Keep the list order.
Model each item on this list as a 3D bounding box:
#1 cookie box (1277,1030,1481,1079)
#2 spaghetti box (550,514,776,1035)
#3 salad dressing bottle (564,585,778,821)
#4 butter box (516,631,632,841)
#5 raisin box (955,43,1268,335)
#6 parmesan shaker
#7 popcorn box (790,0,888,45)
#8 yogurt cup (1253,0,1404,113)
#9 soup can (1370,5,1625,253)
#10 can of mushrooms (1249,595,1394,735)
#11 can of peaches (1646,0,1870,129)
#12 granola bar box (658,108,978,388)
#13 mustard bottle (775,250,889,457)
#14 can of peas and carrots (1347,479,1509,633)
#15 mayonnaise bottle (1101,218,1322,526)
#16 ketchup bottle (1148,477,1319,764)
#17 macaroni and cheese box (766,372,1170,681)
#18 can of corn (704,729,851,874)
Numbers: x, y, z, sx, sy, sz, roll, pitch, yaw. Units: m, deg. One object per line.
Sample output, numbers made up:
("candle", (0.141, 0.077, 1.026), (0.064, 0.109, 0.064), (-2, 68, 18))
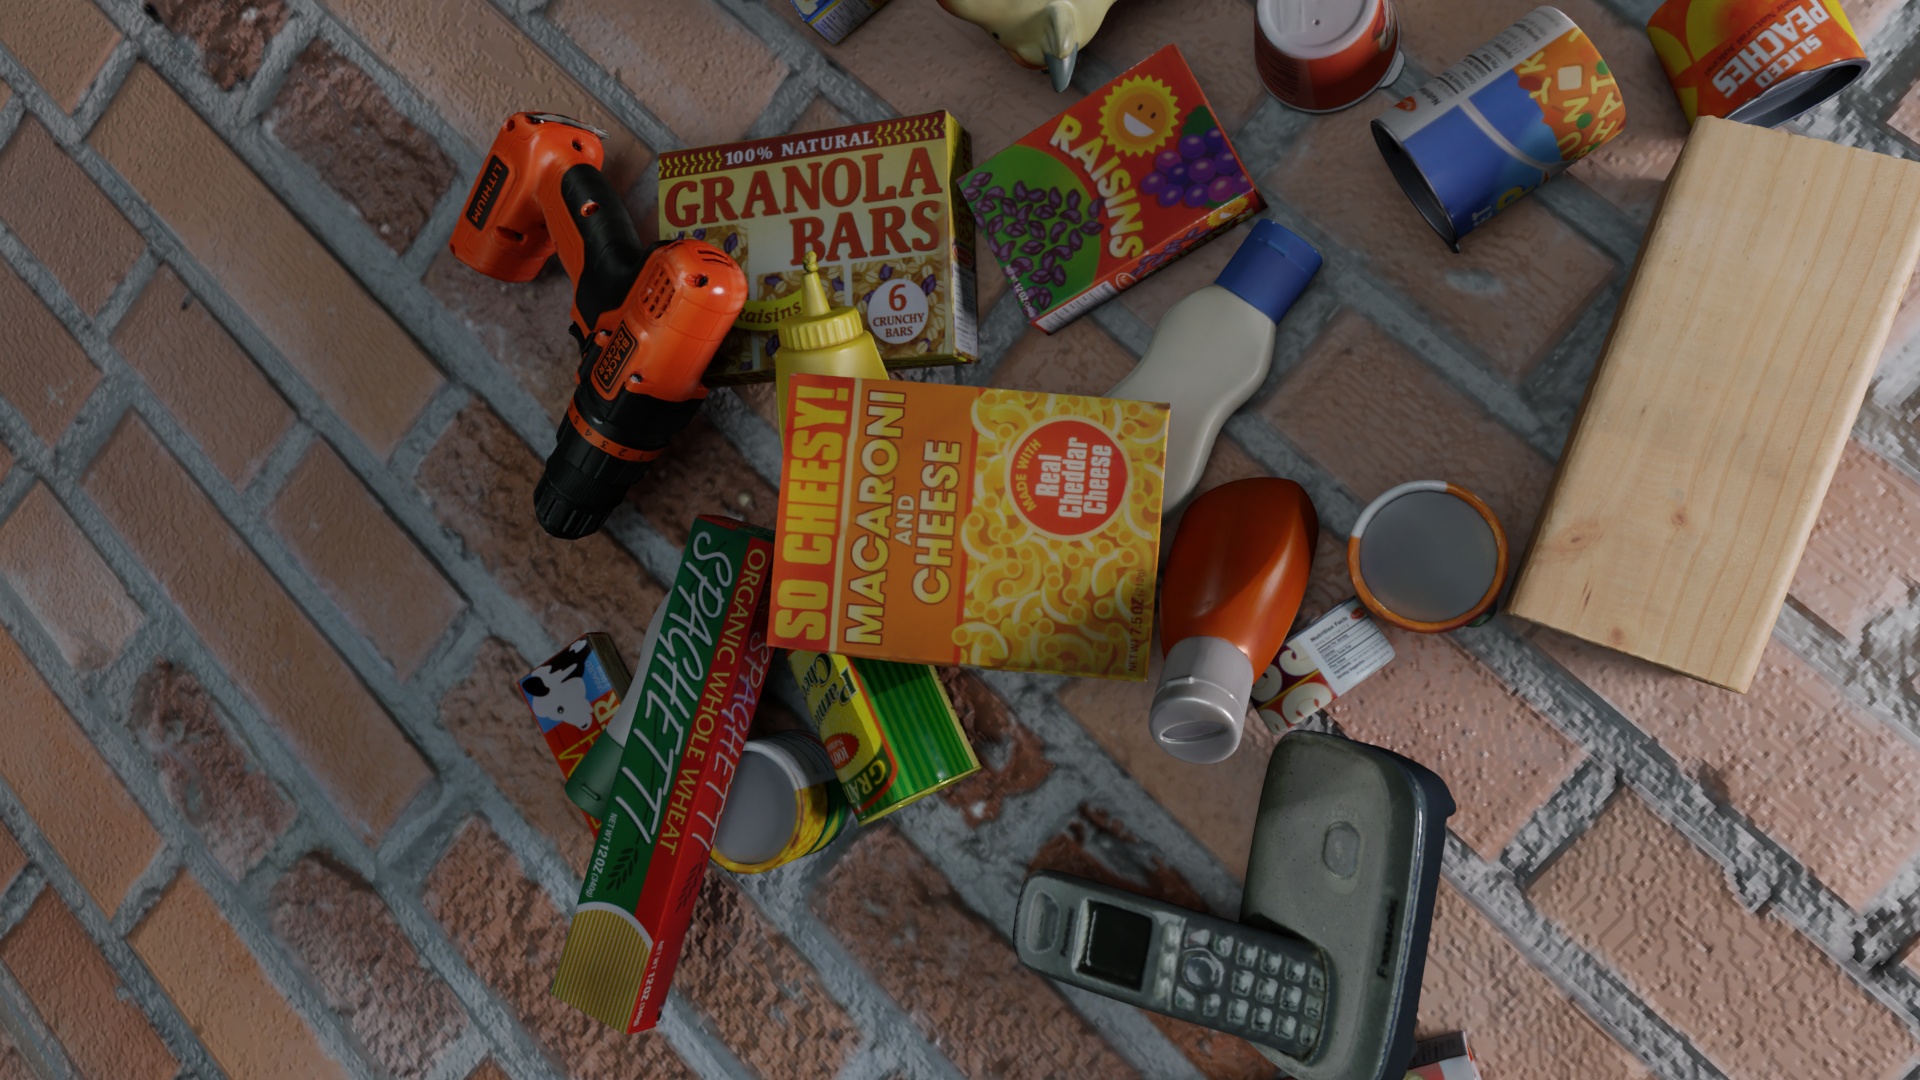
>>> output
("cookie box", (0.167, 0.305, 0.619), (0.167, 0.040, 0.123), (-22, 81, 15))
("spaghetti box", (-0.137, 0.111, 0.674), (0.050, 0.029, 0.250), (18, 92, 23))
("salad dressing bottle", (-0.147, 0.077, 0.718), (0.064, 0.044, 0.147), (35, 87, 10))
("butter box", (-0.195, 0.107, 0.758), (0.053, 0.024, 0.103), (-33, 78, 13))
("raisin box", (0.072, -0.168, 0.674), (0.123, 0.040, 0.086), (-29, 78, 16))
("parmesan shaker", (-0.042, 0.081, 0.688), (0.071, 0.071, 0.103), (-29, 79, 15))
("popcorn box", (-0.073, -0.339, 0.732), (0.085, 0.038, 0.127), (-35, 77, 15))
("yogurt cup", (0.166, -0.238, 0.639), (0.072, 0.054, 0.072), (-1, 87, 19))
("soup can", (0.235, -0.179, 0.608), (0.083, 0.071, 0.071), (-33, 78, 14))
("can of mushrooms", (0.157, 0.057, 0.622), (0.071, 0.071, 0.033), (-37, 78, 14))
("can of peaches", (0.328, -0.205, 0.574), (0.071, 0.071, 0.058), (-22, 80, 17))
("granola bar box", (-0.077, -0.148, 0.723), (0.165, 0.039, 0.124), (-3, 87, 19))
("mustard bottle", (-0.060, -0.062, 0.676), (0.049, 0.065, 0.159), (1, 111, 28))
("can of peas and carrots", (0.207, 0.010, 0.610), (0.071, 0.059, 0.071), (-1, 88, 19))
("mayonnaise bottle", (0.113, -0.080, 0.656), (0.065, 0.041, 0.148), (38, 98, 15))
("ketchup bottle", (0.113, 0.031, 0.596), (0.064, 0.150, 0.043), (-15, 119, 31))
("macaroni and cheese box", (0.004, -0.006, 0.620), (0.166, 0.040, 0.123), (5, 88, 1))
("can of corn", (-0.097, 0.134, 0.706), (0.071, 0.058, 0.071), (-1, 87, 19))
